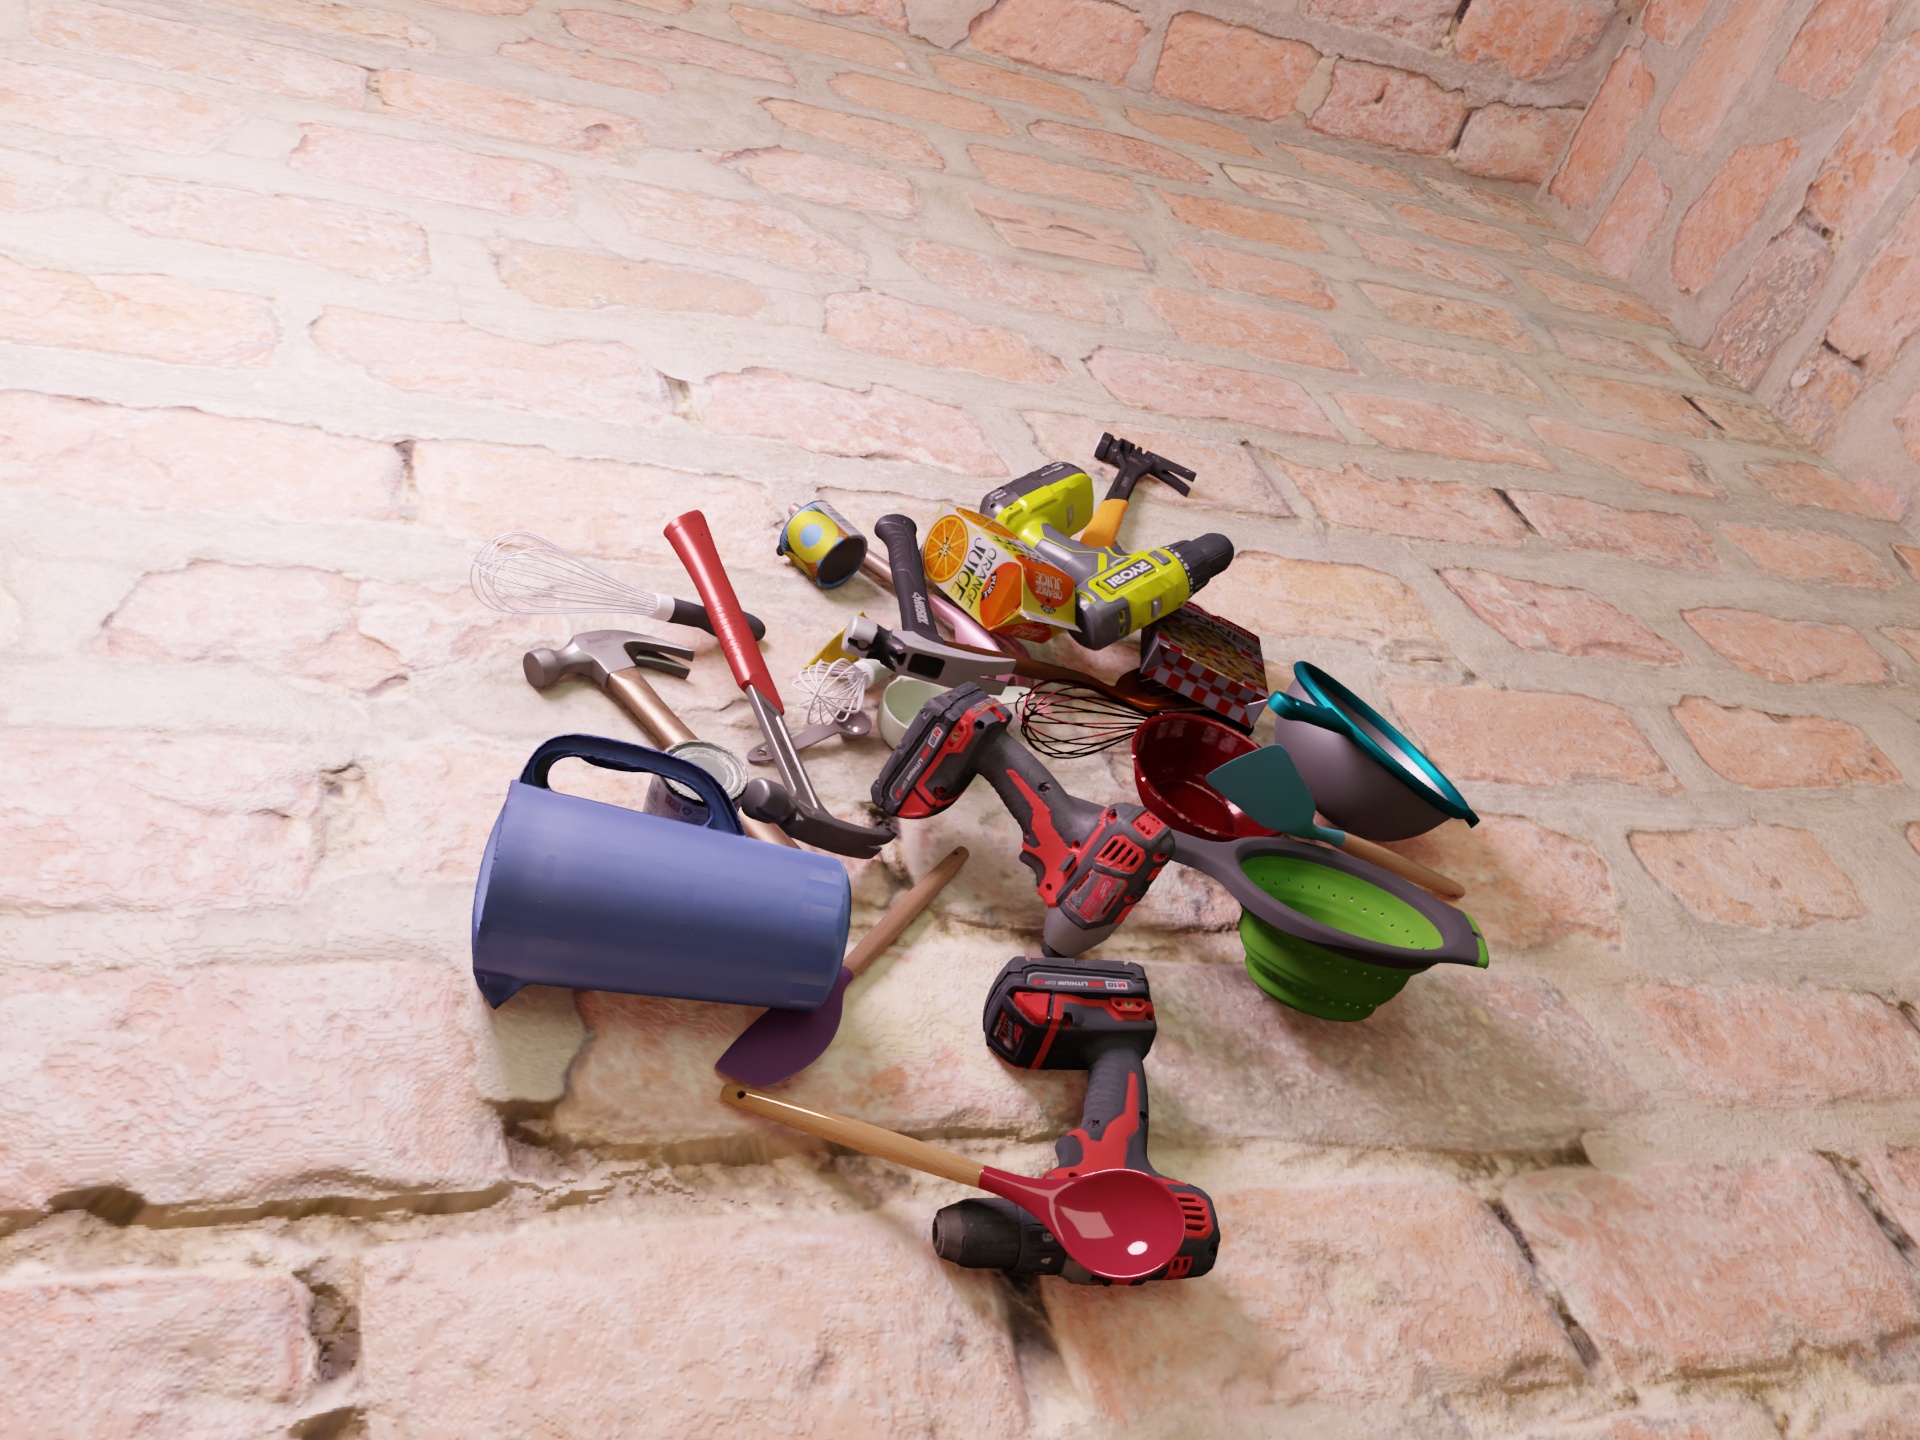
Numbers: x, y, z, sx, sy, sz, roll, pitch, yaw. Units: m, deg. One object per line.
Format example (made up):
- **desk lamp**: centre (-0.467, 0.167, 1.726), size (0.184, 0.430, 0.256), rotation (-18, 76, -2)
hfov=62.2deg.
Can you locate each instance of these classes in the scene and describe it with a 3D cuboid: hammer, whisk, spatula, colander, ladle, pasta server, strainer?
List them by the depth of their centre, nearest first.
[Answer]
- **ladle**: centre (-0.011, 0.282, 1.010), size (0.315, 0.031, 0.069), rotation (14, 56, 17)
- **spatula**: centre (-0.070, 0.175, 1.180), size (0.060, 0.018, 0.316), rotation (15, 32, 24)
- **hammer**: centre (-0.205, 0.036, 1.270), size (0.130, 0.031, 0.331), rotation (-21, 56, -43)
- **colander**: centre (0.219, 0.153, 1.297), size (0.397, 0.094, 0.204), rotation (18, 17, 5)
- **hammer**: centre (-0.168, -0.041, 1.312), size (0.149, 0.036, 0.359), rotation (24, 31, -48)
- **whisk**: centre (-0.282, -0.103, 1.344), size (0.284, 0.070, 0.070), rotation (12, 35, -42)
- **whisk**: centre (-0.087, -0.038, 1.356), size (0.058, 0.059, 0.246), rotation (26, 14, 7)
- **spatula**: centre (0.351, 0.102, 1.409), size (0.317, 0.082, 0.044), rotation (23, 52, -35)
- **hammer**: centre (-0.040, -0.117, 1.441), size (0.146, 0.035, 0.335), rotation (18, 23, -15)
- **strainer**: centre (0.332, 0.037, 1.443), size (0.211, 0.095, 0.340), rotation (50, 20, 30)
- **whisk**: centre (0.169, 0.002, 1.496), size (0.295, 0.073, 0.073), rotation (2, 41, -36)
- **spatula**: centre (0.101, -0.050, 1.502), size (0.322, 0.041, 0.081), rotation (11, 31, -37)
- **pasta server**: centre (-0.052, -0.125, 1.556), size (0.316, 0.040, 0.060), rotation (35, 38, 21)
- **hammer**: centre (0.176, -0.229, 1.797), size (0.127, 0.034, 0.337), rotation (25, 37, 4)

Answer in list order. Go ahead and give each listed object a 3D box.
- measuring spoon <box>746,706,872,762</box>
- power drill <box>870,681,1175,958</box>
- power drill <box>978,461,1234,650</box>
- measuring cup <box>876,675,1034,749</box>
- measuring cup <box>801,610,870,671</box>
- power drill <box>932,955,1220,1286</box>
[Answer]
- **measuring spoon**: centre (-0.129, 0.018, 1.351), size (0.124, 0.018, 0.034), rotation (-20, 54, -34)
- **power drill**: centre (0.046, 0.083, 1.246), size (0.220, 0.143, 0.078), rotation (38, 24, 12)
- **power drill**: centre (0.144, -0.174, 1.609), size (0.190, 0.080, 0.229), rotation (-29, 46, -23)
- **measuring cup**: centre (-0.002, -0.005, 1.425), size (0.167, 0.038, 0.083), rotation (-9, 48, -39)
- **measuring cup**: centre (-0.108, -0.055, 1.386), size (0.029, 0.062, 0.156), rotation (45, 18, -4)
- **power drill**: centre (0.066, 0.276, 1.088), size (0.188, 0.080, 0.227), rotation (4, 45, -13)
